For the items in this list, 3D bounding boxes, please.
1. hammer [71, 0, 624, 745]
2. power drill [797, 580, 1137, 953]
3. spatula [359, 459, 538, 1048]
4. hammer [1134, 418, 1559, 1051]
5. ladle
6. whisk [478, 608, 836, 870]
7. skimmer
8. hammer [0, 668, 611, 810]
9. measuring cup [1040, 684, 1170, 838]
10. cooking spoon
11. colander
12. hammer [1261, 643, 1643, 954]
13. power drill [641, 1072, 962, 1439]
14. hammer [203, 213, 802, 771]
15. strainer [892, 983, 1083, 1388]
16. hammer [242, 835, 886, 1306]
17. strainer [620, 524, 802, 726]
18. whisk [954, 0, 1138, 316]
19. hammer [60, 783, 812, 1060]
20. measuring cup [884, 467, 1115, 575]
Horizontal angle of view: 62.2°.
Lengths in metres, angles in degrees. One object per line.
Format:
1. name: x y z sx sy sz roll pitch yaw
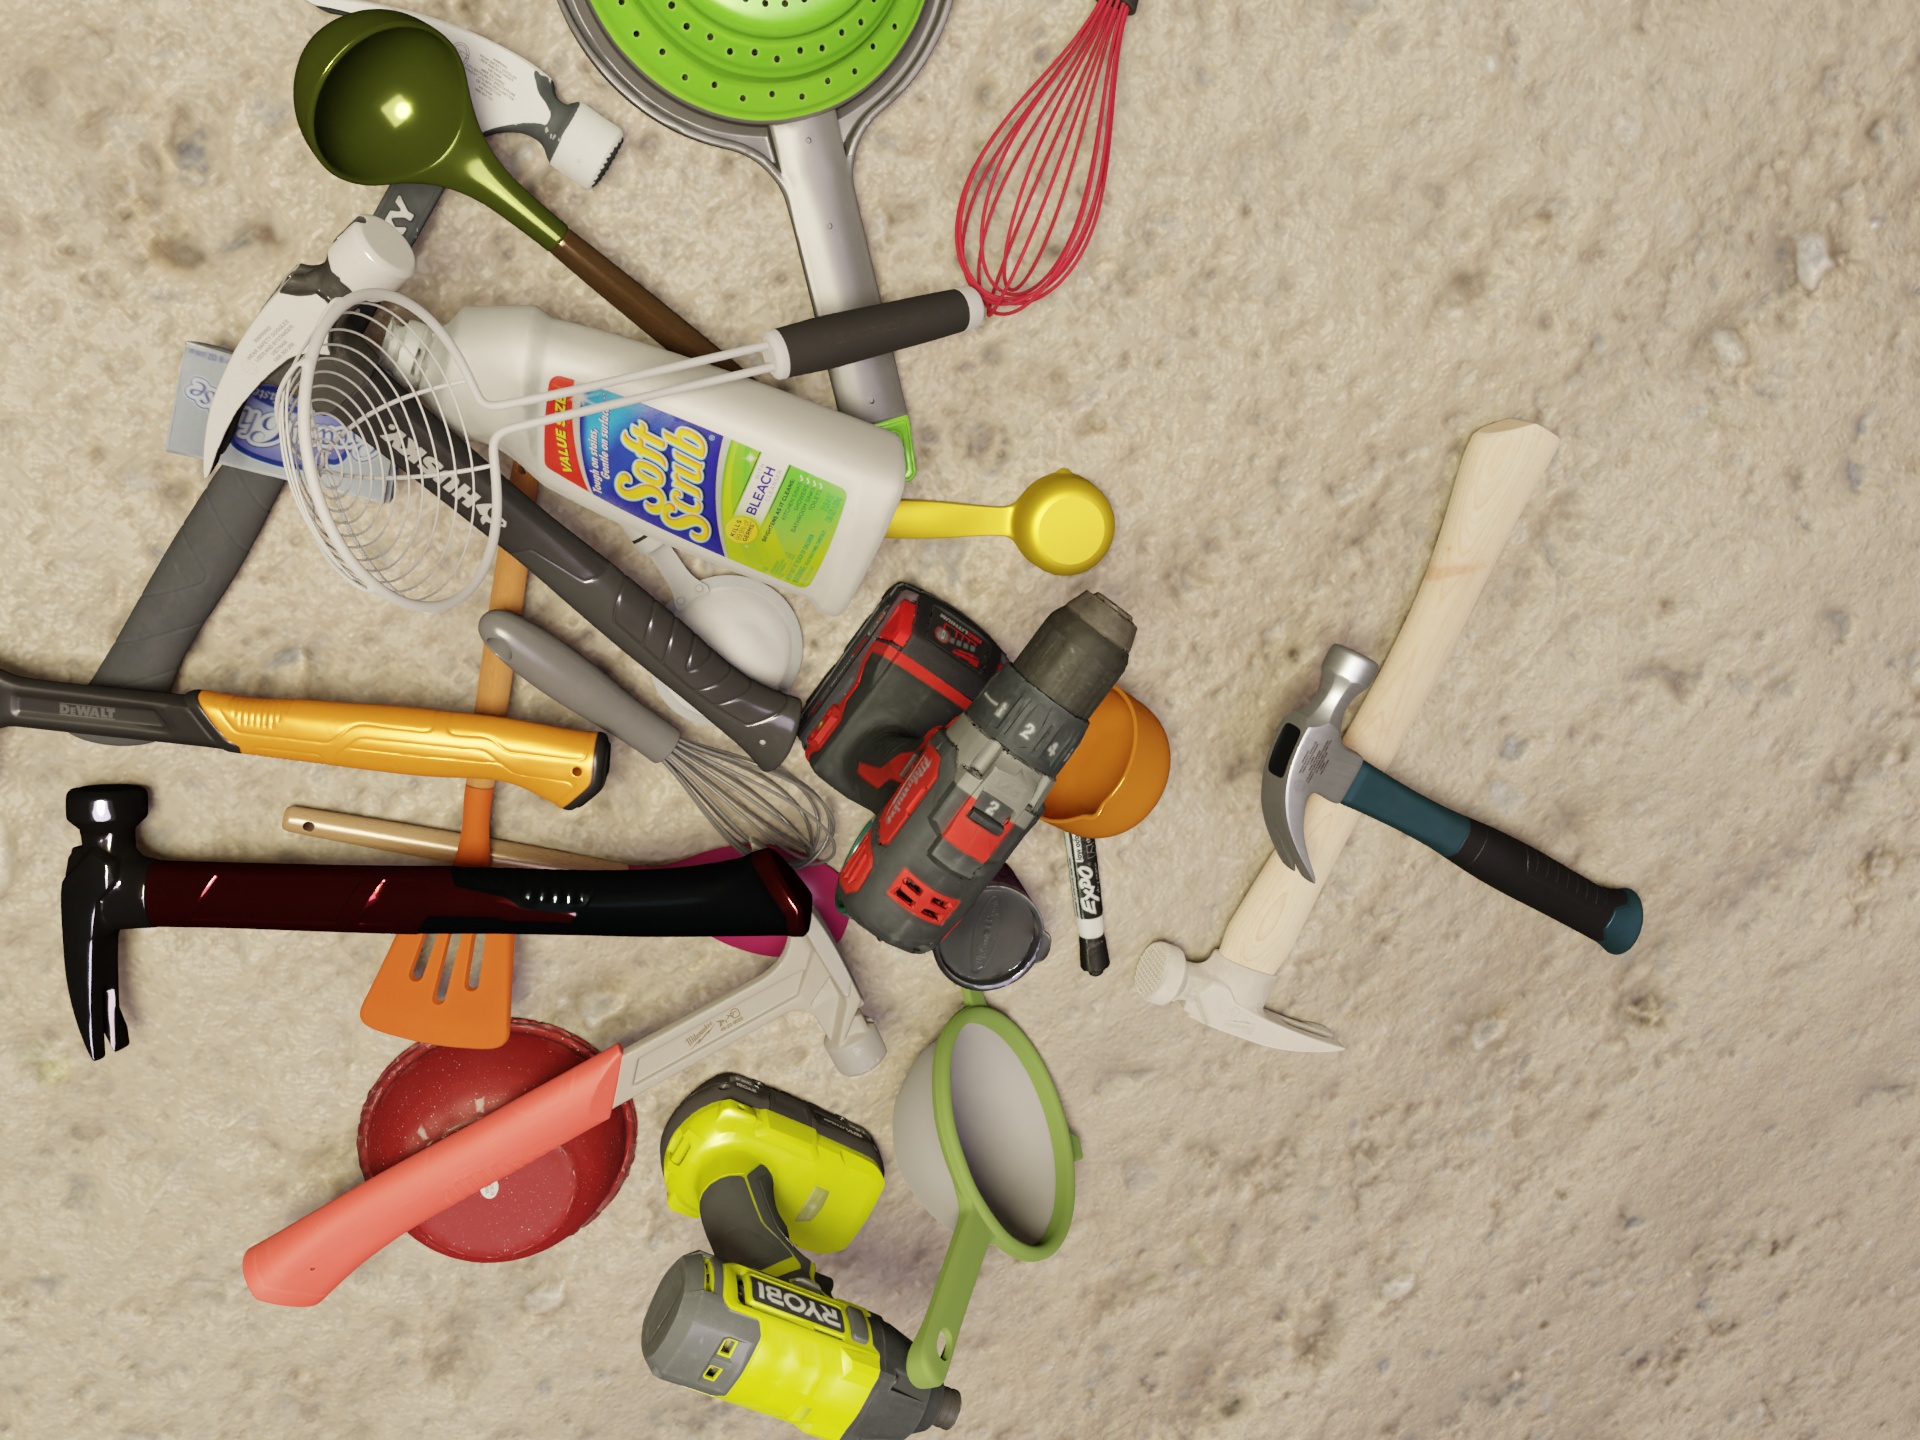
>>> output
1. hammer: -0.336 -0.159 0.790 0.149 0.036 0.409 31 99 -18
2. power drill: -0.001 -0.003 0.808 0.080 0.227 0.188 34 98 -20
3. spatula: -0.254 0.013 0.844 0.081 0.041 0.322 10 98 -1
4. hammer: 0.259 0.014 0.972 0.146 0.038 0.410 22 101 -19
5. ladle: -0.171 -0.211 0.766 0.319 0.062 0.078 36 100 -34
6. whisk: -0.159 0.013 0.859 0.238 0.055 0.055 38 96 -28
7. skimmer: -0.118 -0.149 0.700 0.363 0.090 0.127 -22 111 -32
8. hammer: -0.346 -0.005 0.796 0.336 0.034 0.127 7 106 -9
9. measuring cup: 0.046 0.046 0.925 0.173 0.095 0.052 -37 141 25
10. cooking spoon: -0.215 0.085 0.901 0.318 0.017 0.068 12 103 -16
11. colander: -0.075 -0.299 0.768 0.204 0.095 0.396 -16 110 -7
12. hammer: 0.312 0.074 0.974 0.330 0.033 0.128 26 96 -29
13. power drill: -0.091 0.302 0.887 0.171 0.223 0.080 28 100 -19
14. hammer: -0.202 -0.078 0.772 0.146 0.035 0.334 -32 125 24
15. strainer: -0.008 0.276 0.906 0.069 0.256 0.151 -23 109 25
16. hammer: -0.227 0.208 0.869 0.359 0.037 0.149 -28 110 -3
17. strainer: -0.161 -0.089 0.848 0.087 0.050 0.258 -36 108 -9
18. whisk: 0.070 -0.345 0.807 0.073 0.073 0.296 21 97 -18
19. hammer: -0.270 0.108 0.821 0.386 0.038 0.143 1 95 3
20. measuring cup: 0.011 -0.109 0.882 0.156 0.029 0.062 -1 107 -14
